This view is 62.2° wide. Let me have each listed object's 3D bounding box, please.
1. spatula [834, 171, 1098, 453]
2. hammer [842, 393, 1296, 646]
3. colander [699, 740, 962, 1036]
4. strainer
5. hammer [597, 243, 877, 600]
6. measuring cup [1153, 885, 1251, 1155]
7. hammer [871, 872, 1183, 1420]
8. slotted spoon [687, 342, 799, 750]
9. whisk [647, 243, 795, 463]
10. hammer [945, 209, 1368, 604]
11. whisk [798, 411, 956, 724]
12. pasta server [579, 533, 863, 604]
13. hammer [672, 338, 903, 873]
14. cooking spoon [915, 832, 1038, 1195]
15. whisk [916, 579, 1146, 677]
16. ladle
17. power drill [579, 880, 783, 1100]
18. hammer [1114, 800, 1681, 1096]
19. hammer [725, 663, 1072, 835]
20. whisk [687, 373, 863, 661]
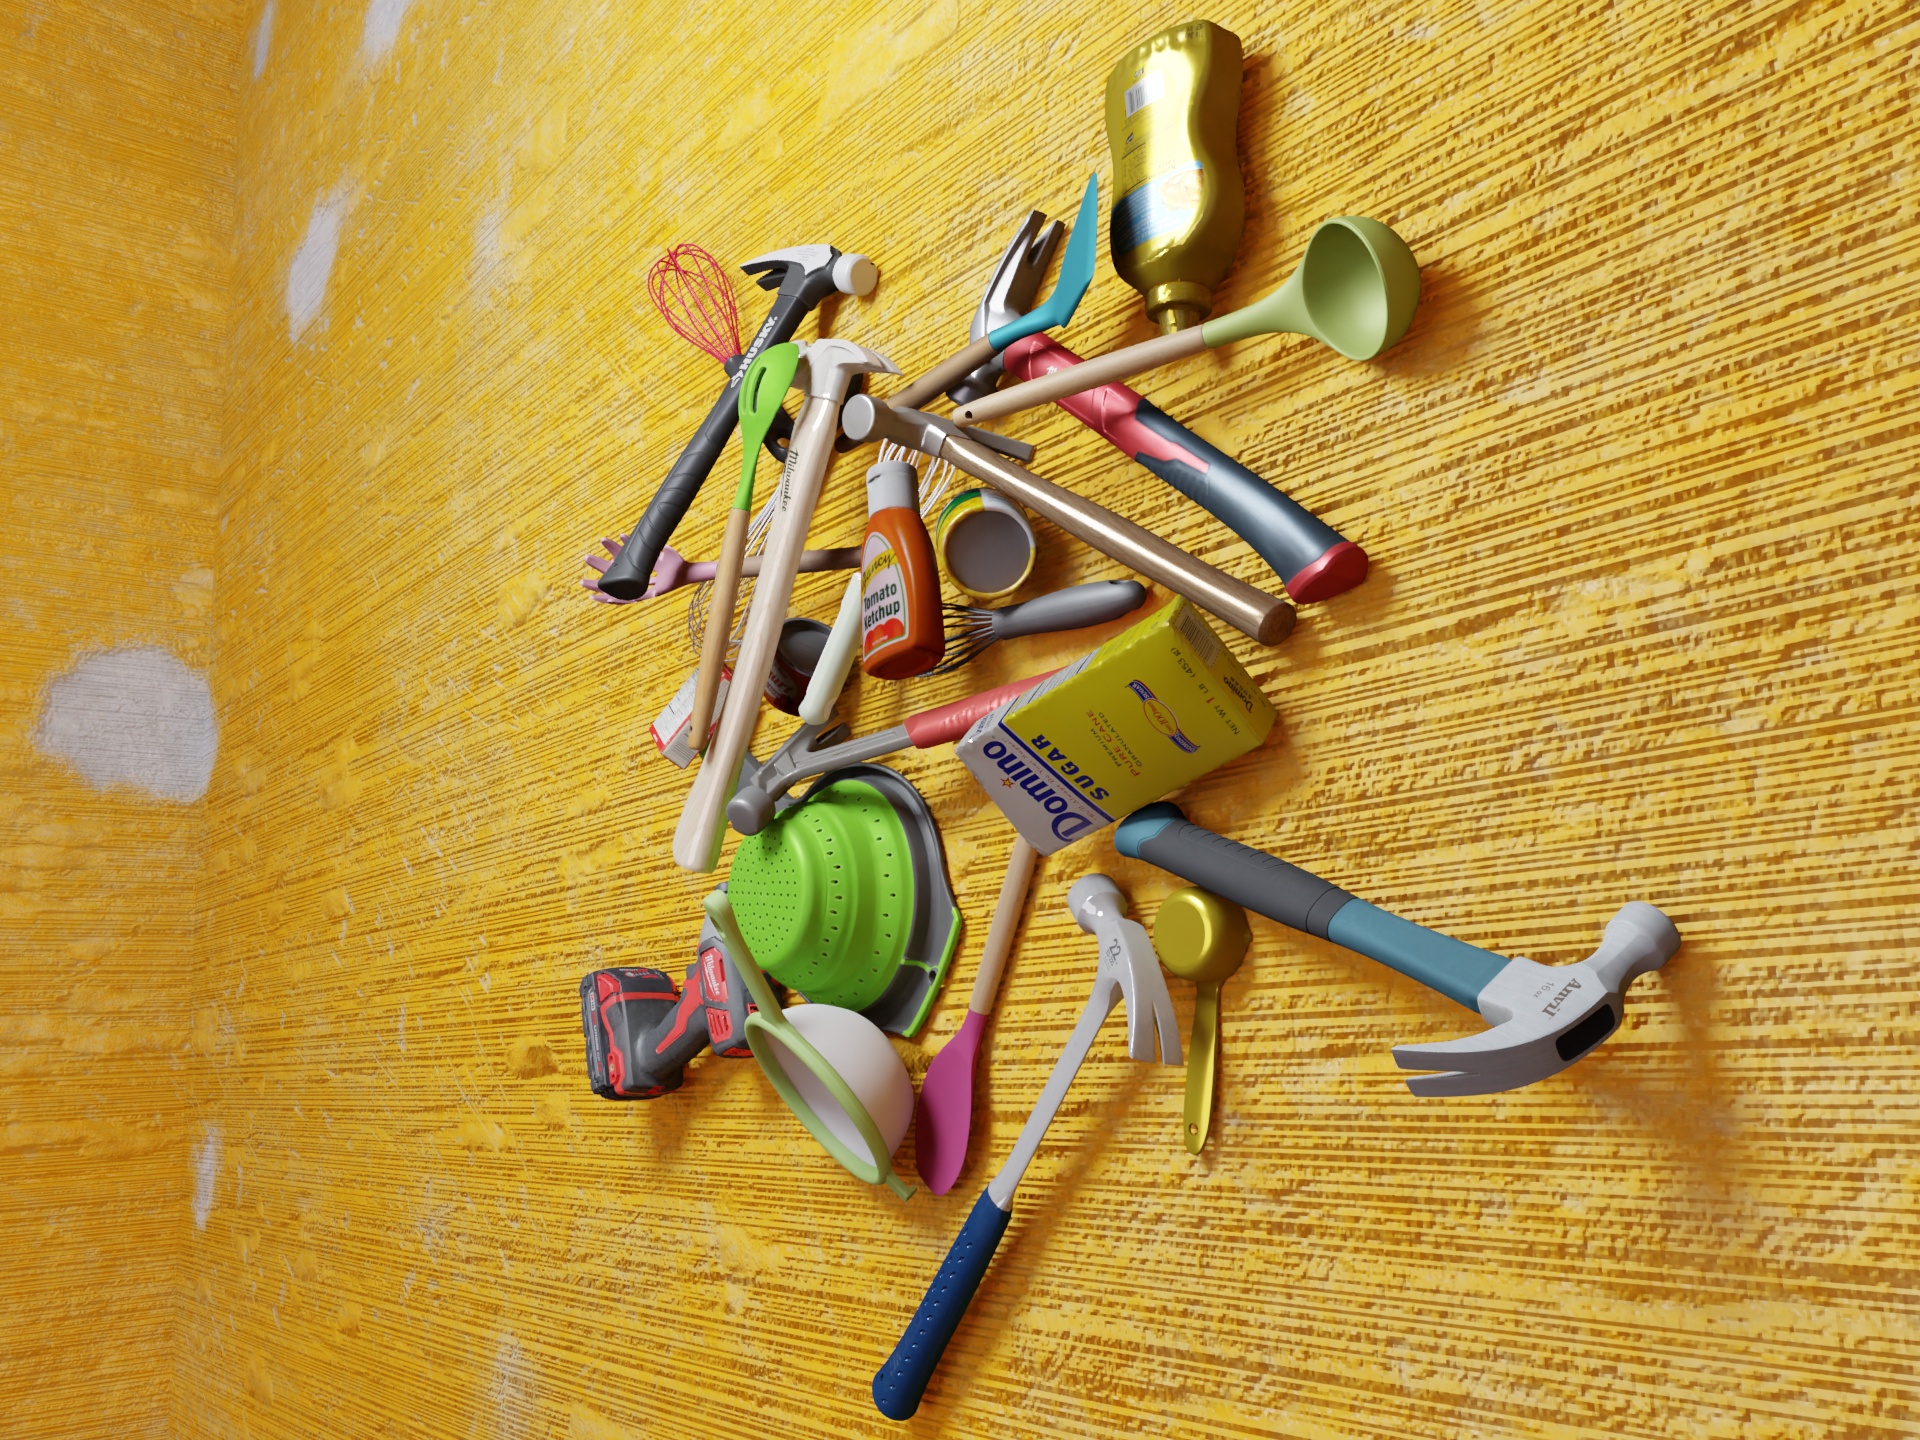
[{"bbox_3d":[0.000,-0.253,1.084,0.317,0.044,0.082,-23,55,47],"label":"spatula"},{"bbox_3d":[0.074,-0.129,0.999,0.332,0.130,0.031,35,112,36],"label":"hammer"},{"bbox_3d":[-0.152,0.093,1.239,0.398,0.094,0.204,40,115,46],"label":"colander"},{"bbox_3d":[-0.100,0.207,1.108,0.152,0.069,0.256,16,136,52],"label":"strainer"},{"bbox_3d":[-0.199,-0.245,1.299,0.146,0.035,0.335,23,80,46],"label":"hammer"},{"bbox_3d":[0.134,0.174,0.926,0.062,0.029,0.156,-3,79,51],"label":"measuring cup"},{"bbox_3d":[0.030,0.300,1.013,0.405,0.035,0.144,-66,24,23],"label":"hammer"},{"bbox_3d":[-0.169,-0.132,1.190,0.070,0.031,0.314,11,90,59],"label":"slotted spoon"},{"bbox_3d":[-0.204,-0.325,1.397,0.073,0.073,0.296,-53,53,32],"label":"whisk"},{"bbox_3d":[0.121,-0.194,0.993,0.387,0.038,0.143,46,118,44],"label":"hammer"},{"bbox_3d":[-0.065,-0.111,1.171,0.059,0.057,0.246,23,92,11],"label":"whisk"},{"bbox_3d":[-0.174,-0.125,1.271,0.316,0.040,0.060,-1,73,31],"label":"pasta server"},{"bbox_3d":[-0.140,-0.082,1.187,0.146,0.038,0.410,23,98,57],"label":"hammer"},{"bbox_3d":[0.020,0.173,1.077,0.069,0.017,0.319,31,109,56],"label":"cooking spoon"},{"bbox_3d":[0.033,-0.066,1.081,0.239,0.055,0.055,-9,77,45],"label":"whisk"},{"bbox_3d":[0.117,-0.217,0.937,0.320,0.062,0.078,-10,103,37],"label":"ladle"},{"bbox_3d":[-0.230,0.231,1.334,0.219,0.078,0.143,-32,61,41],"label":"power drill"},{"bbox_3d":[0.193,0.100,0.831,0.128,0.033,0.331,-40,29,-17],"label":"hammer"},{"bbox_3d":[-0.002,-0.003,1.084,0.359,0.149,0.036,-17,111,38],"label":"hammer"},{"bbox_3d":[-0.150,-0.171,1.315,0.070,0.070,0.284,49,116,43],"label":"whisk"}]
